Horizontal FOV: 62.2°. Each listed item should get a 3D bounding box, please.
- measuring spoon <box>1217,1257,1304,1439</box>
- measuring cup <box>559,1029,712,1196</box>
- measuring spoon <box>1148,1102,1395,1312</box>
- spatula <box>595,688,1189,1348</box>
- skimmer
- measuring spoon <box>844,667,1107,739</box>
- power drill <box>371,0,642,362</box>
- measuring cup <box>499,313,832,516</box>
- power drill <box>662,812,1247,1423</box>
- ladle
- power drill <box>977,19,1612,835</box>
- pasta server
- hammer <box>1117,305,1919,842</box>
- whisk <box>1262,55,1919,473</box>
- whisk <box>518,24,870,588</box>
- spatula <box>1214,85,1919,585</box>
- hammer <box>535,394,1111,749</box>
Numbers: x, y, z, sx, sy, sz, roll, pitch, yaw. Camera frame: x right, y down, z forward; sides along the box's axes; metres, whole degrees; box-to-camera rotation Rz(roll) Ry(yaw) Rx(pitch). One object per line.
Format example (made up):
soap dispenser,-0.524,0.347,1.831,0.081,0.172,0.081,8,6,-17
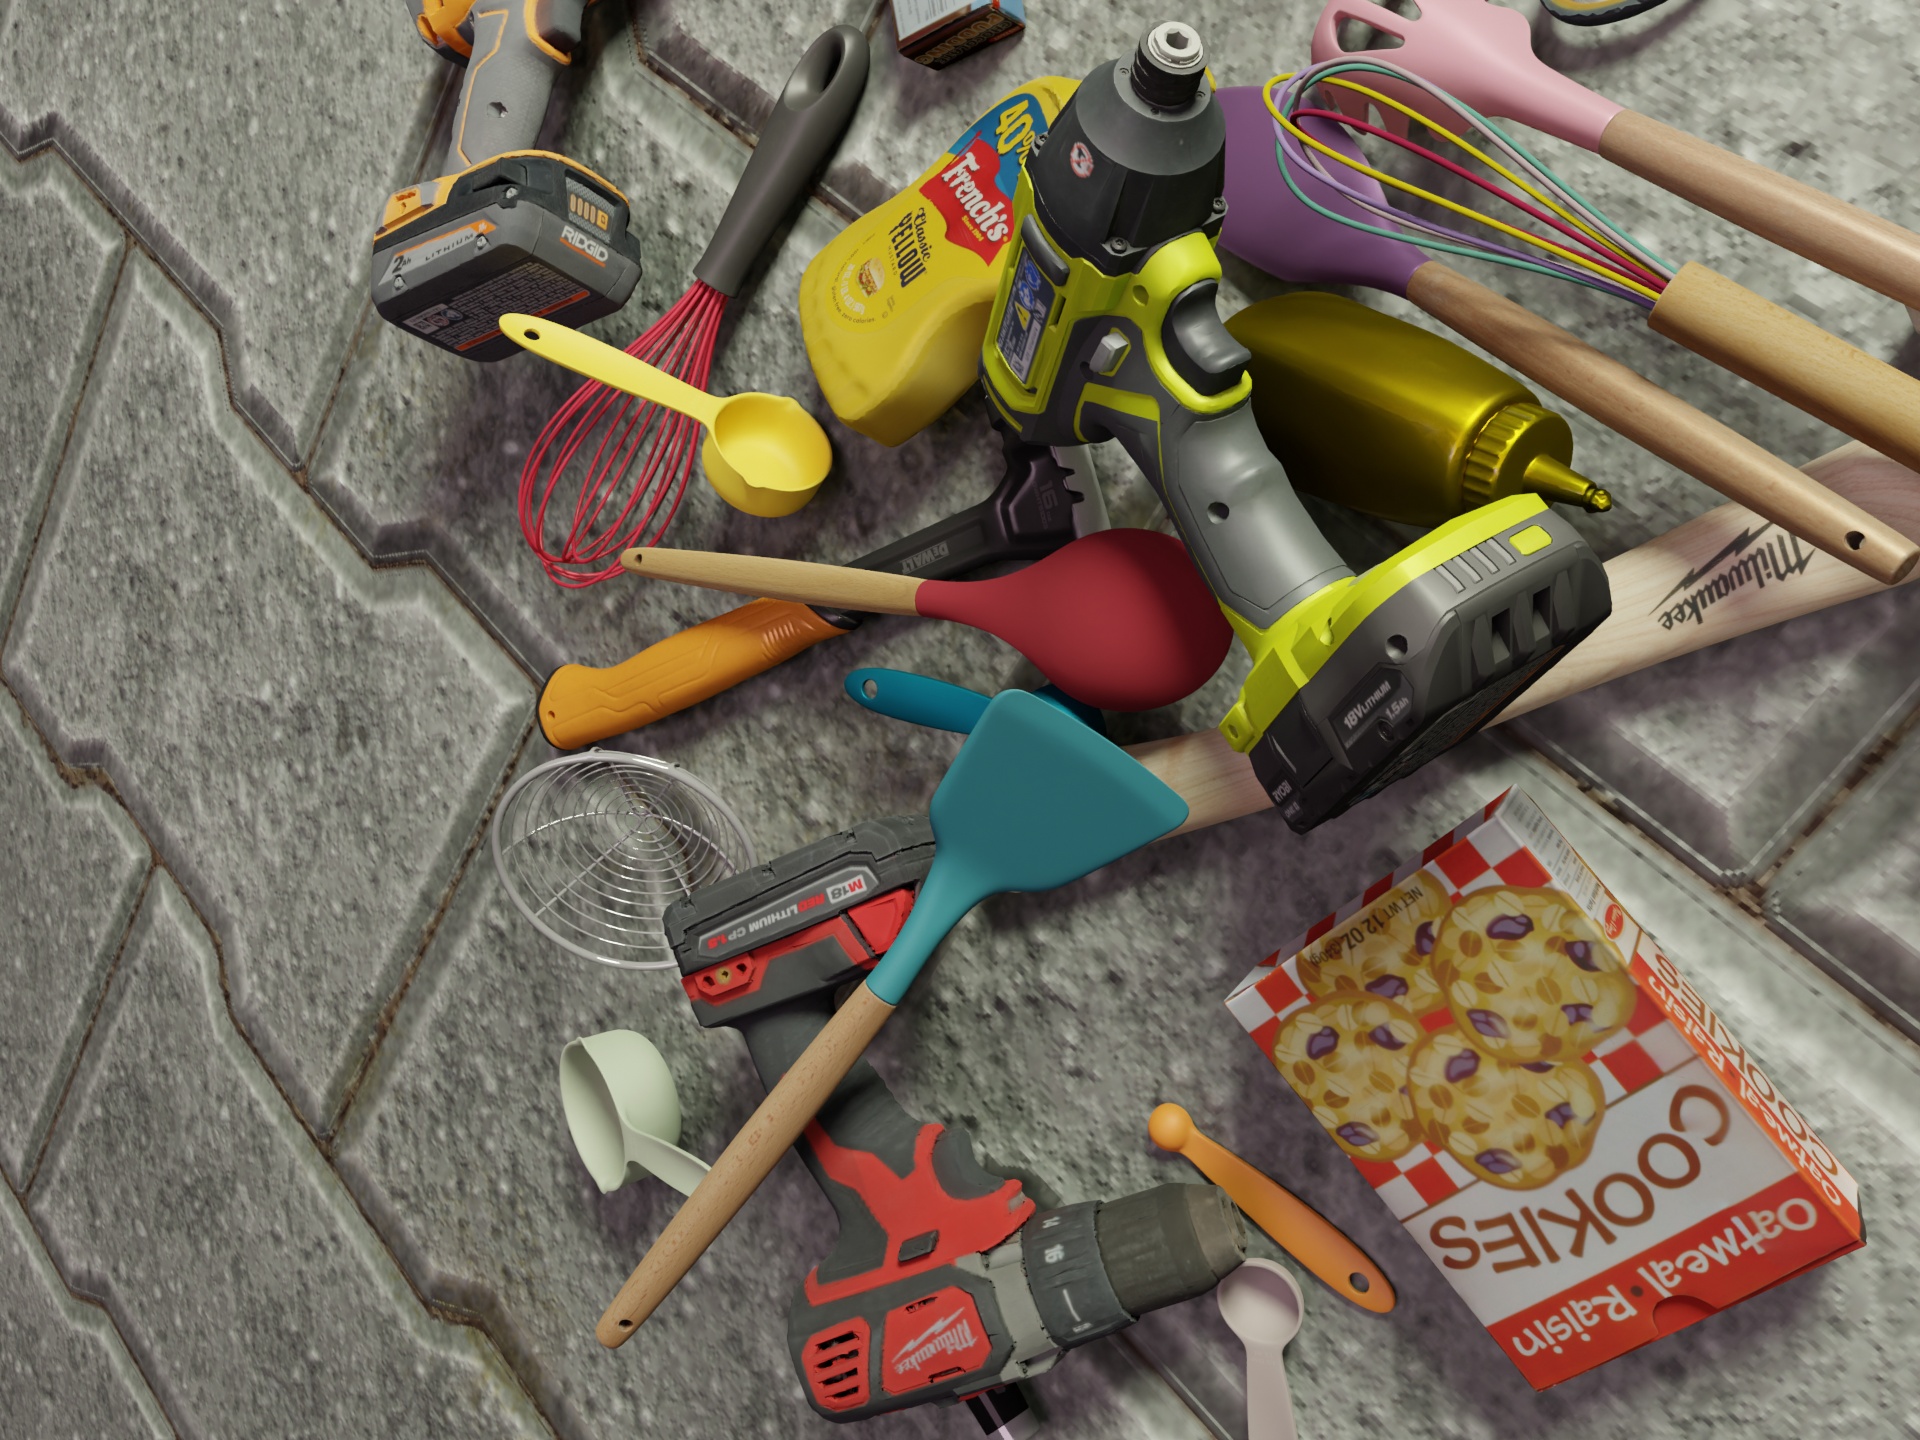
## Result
measuring spoon,0.124,0.268,0.627,0.034,0.018,0.124,-3,99,29
measuring cup,-0.141,0.196,0.762,0.168,0.038,0.083,7,107,51
measuring spoon,0.119,0.191,0.622,0.117,0.011,0.021,36,112,28
spatula,-0.045,0.124,0.591,0.082,0.044,0.317,34,102,-16
skimmer,-0.088,0.170,0.717,0.127,0.090,0.363,-44,69,26
measuring spoon,-0.001,-0.002,0.643,0.129,0.021,0.042,14,103,32
power drill,-0.192,-0.302,0.747,0.185,0.084,0.226,-10,71,34
measuring cup,-0.133,-0.138,0.711,0.156,0.062,0.029,24,140,-9
power drill,-0.006,0.153,0.641,0.188,0.080,0.227,-23,82,14
ladle,-0.034,-0.055,0.663,0.315,0.031,0.069,10,91,37
power drill,0.090,-0.090,0.502,0.223,0.080,0.171,57,160,16
pasta server,0.225,-0.166,0.485,0.316,0.040,0.060,43,111,32
hammer,0.175,-0.003,0.556,0.410,0.038,0.146,-24,81,34
whisk,0.192,-0.137,0.479,0.245,0.047,0.051,38,112,20
whisk,-0.125,-0.187,0.742,0.073,0.073,0.295,42,109,25
spatula,0.173,-0.137,0.528,0.316,0.018,0.059,48,122,35
hammer,-0.077,-0.037,0.730,0.337,0.034,0.127,-19,81,34
